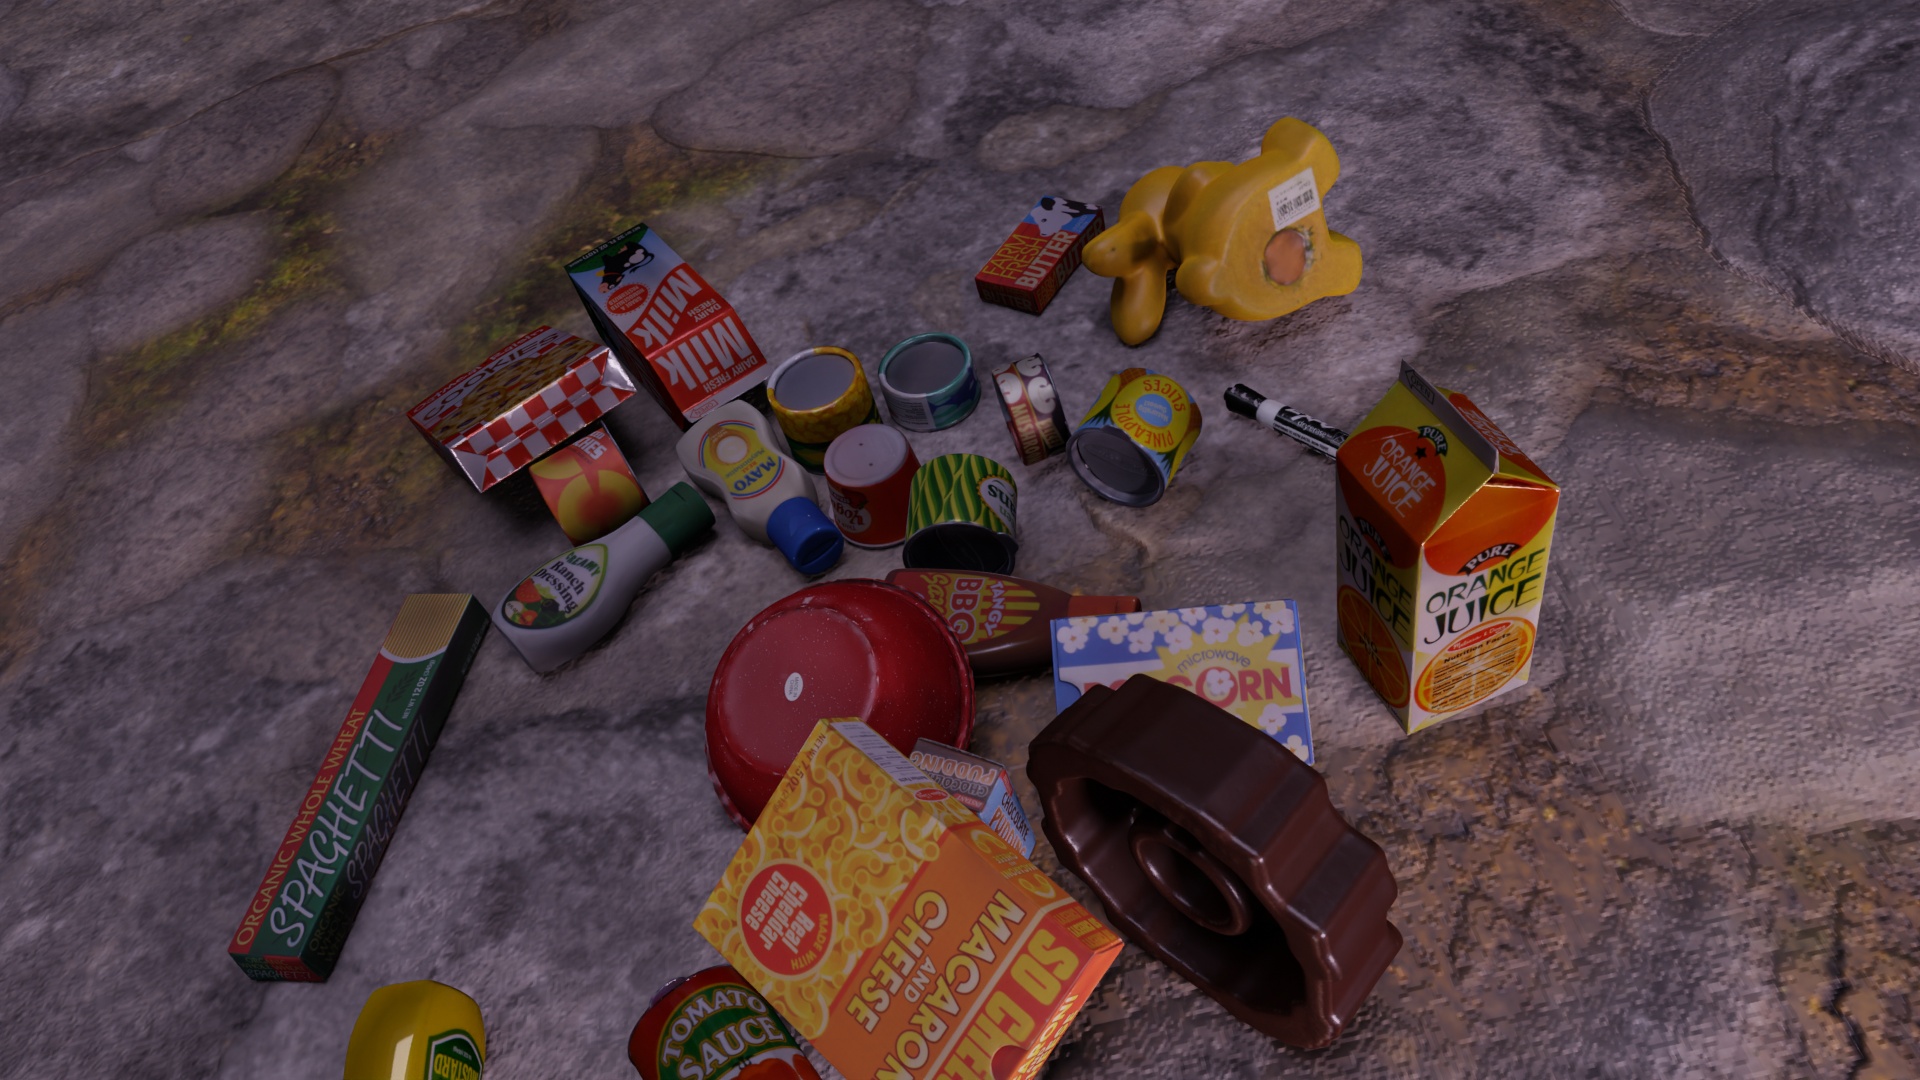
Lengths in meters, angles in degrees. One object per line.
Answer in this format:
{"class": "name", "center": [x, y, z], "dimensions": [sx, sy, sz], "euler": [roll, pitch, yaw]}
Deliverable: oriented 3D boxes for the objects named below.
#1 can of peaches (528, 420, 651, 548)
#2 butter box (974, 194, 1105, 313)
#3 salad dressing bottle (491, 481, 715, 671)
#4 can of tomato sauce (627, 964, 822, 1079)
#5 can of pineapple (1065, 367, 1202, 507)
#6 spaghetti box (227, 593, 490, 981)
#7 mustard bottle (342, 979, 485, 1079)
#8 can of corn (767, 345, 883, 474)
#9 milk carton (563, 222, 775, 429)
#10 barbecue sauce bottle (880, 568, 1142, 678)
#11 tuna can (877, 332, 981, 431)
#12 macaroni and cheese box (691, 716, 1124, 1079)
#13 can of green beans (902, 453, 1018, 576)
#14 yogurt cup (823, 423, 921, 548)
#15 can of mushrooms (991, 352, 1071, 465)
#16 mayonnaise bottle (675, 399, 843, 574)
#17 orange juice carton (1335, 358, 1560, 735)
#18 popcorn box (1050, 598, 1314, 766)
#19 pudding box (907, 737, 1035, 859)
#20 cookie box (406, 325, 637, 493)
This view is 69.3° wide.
{"class": "can of peaches", "center": [-0.245, -0.036, 0.918], "dimensions": [0.058, 0.071, 0.071], "euler": [-31, 49, -10]}
{"class": "butter box", "center": [0.059, -0.211, 1.019], "dimensions": [0.053, 0.024, 0.104], "euler": [19, 56, 29]}
{"class": "salad dressing bottle", "center": [-0.223, 0.020, 0.881], "dimensions": [0.148, 0.043, 0.064], "euler": [-41, 54, -20]}
{"class": "can of tomato sauce", "center": [-0.103, 0.246, 0.632], "dimensions": [0.071, 0.071, 0.083], "euler": [-36, 50, -16]}
{"class": "can of pineapple", "center": [0.107, -0.064, 0.847], "dimensions": [0.071, 0.070, 0.058], "euler": [18, 56, 28]}
{"class": "spaghetti box", "center": [-0.350, 0.137, 0.824], "dimensions": [0.050, 0.028, 0.251], "euler": [-1, 49, 15]}
{"class": "mustard bottle", "center": [-0.258, 0.290, 0.644], "dimensions": [0.049, 0.065, 0.161], "euler": [-15, 53, 10]}
{"class": "can of corn", "center": [-0.088, -0.087, 0.928], "dimensions": [0.071, 0.058, 0.071], "euler": [-8, 48, 9]}
{"class": "milk carton", "center": [-0.207, -0.148, 1.005], "dimensions": [0.072, 0.073, 0.191], "euler": [-35, 50, -15]}
{"class": "barbecue sauce bottle", "center": [0.027, 0.048, 0.787], "dimensions": [0.148, 0.043, 0.065], "euler": [1, 55, 16]}
{"class": "tuna can", "center": [-0.020, -0.110, 0.947], "dimensions": [0.071, 0.032, 0.071], "euler": [-8, 49, 9]}
{"class": "macaroni and cheese box", "center": [-0.029, 0.179, 0.631], "dimensions": [0.167, 0.040, 0.123], "euler": [36, 100, 25]}
{"class": "can of green beans", "center": [0.001, -0.010, 0.831], "dimensions": [0.071, 0.071, 0.058], "euler": [-5, 48, 11]}
{"class": "yogurt cup", "center": [-0.053, -0.037, 0.877], "dimensions": [0.072, 0.053, 0.073], "euler": [-7, 48, 8]}
{"class": "can of mushrooms", "center": [0.046, -0.081, 0.881], "dimensions": [0.033, 0.070, 0.071], "euler": [-19, 47, -1]}
{"class": "mayonnaise bottle", "center": [-0.127, -0.033, 0.902], "dimensions": [0.065, 0.041, 0.148], "euler": [-38, 50, -10]}
{"class": "orange juice carton", "center": [0.231, 0.003, 0.670], "dimensions": [0.073, 0.191, 0.072], "euler": [-23, 47, -6]}
{"class": "popcorn box", "center": [0.114, 0.079, 0.717], "dimensions": [0.127, 0.038, 0.085], "euler": [-6, 78, 11]}
{"class": "pudding box", "center": [0.004, 0.136, 0.690], "dimensions": [0.050, 0.083, 0.030], "euler": [13, 58, 25]}
{"class": "cookie box", "center": [-0.312, -0.098, 0.974], "dimensions": [0.123, 0.040, 0.167], "euler": [-37, 29, -18]}
